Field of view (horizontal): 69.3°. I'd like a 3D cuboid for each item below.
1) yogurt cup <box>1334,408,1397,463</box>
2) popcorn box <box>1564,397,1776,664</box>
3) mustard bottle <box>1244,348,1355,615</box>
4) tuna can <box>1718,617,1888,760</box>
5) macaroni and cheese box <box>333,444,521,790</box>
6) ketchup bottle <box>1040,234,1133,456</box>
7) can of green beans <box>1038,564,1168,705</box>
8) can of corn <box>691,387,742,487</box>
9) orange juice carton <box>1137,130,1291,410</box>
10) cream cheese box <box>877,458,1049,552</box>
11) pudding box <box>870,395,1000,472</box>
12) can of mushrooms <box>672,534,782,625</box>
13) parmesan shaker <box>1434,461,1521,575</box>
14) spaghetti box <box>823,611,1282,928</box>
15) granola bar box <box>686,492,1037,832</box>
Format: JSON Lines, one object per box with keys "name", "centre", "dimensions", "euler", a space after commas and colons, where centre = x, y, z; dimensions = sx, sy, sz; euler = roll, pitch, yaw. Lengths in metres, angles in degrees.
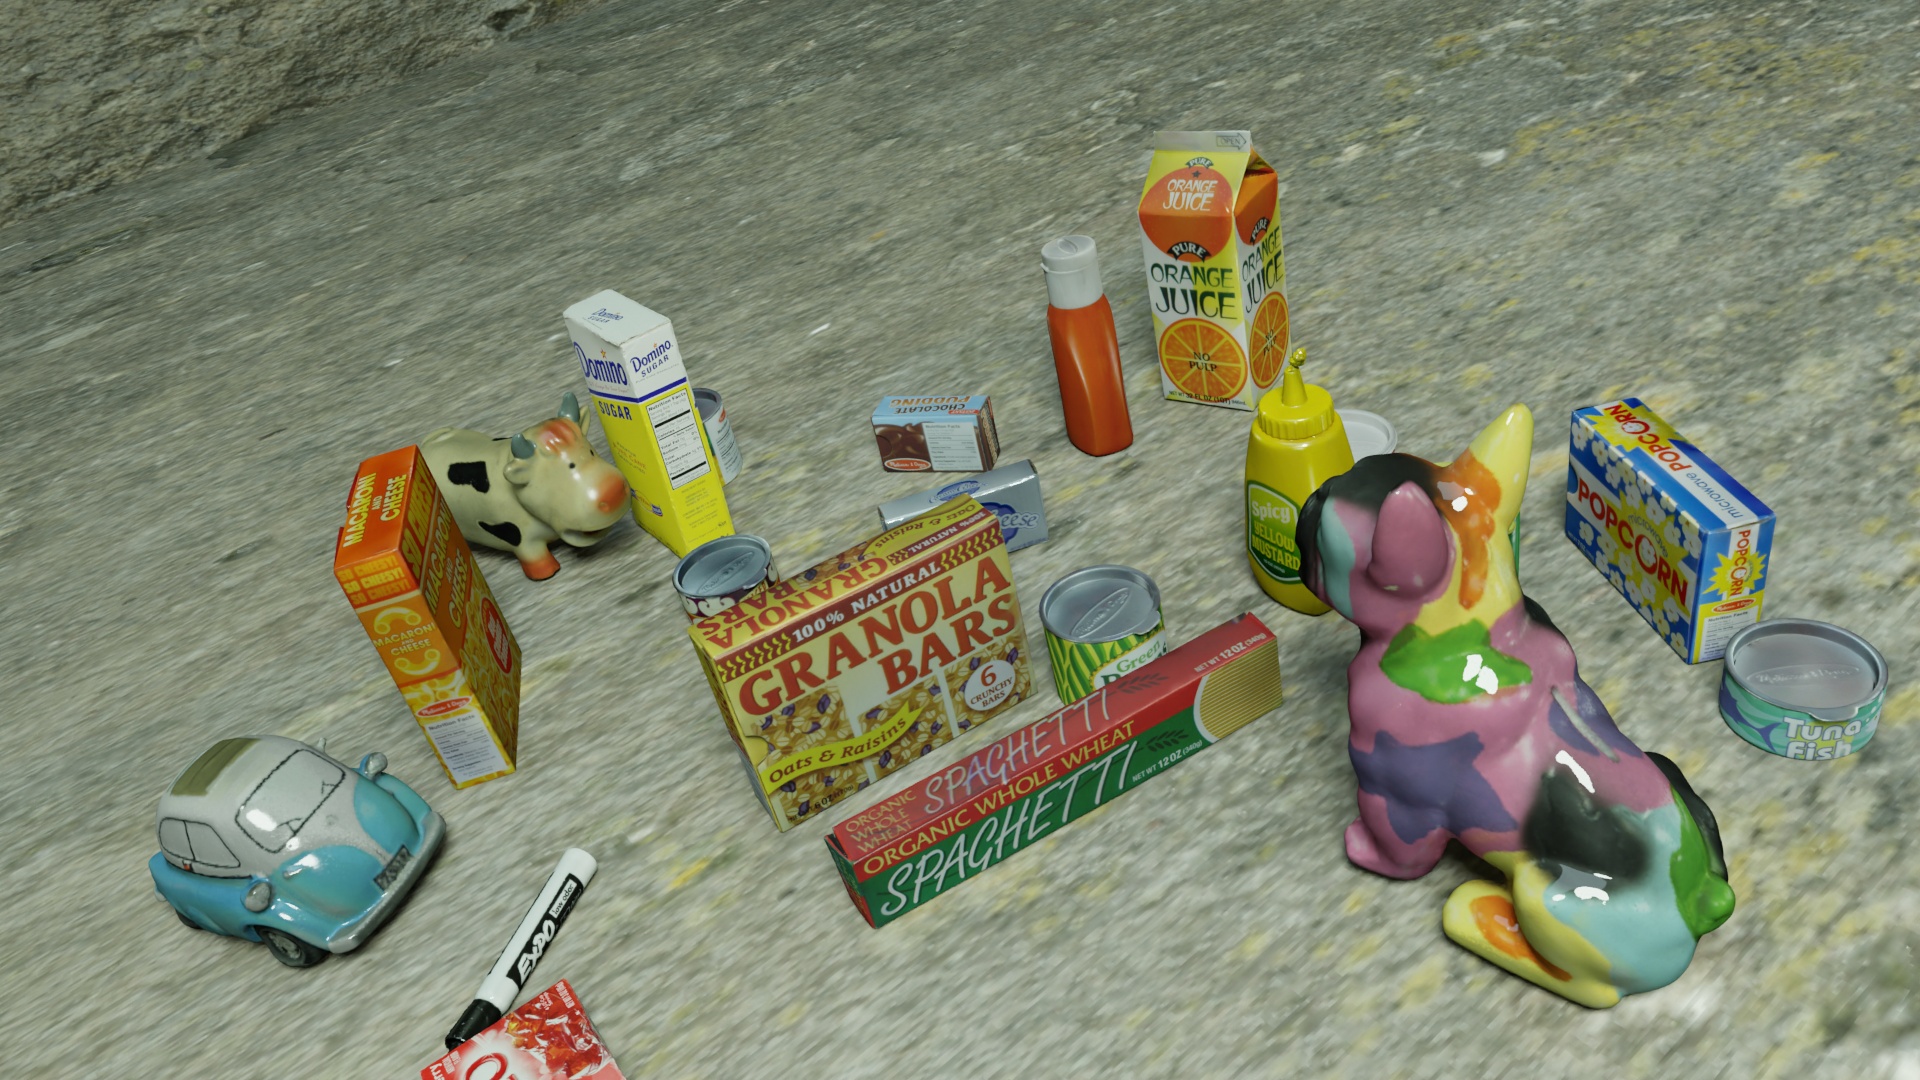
{"name": "yogurt cup", "centre": [0.233, -0.041, 0.851], "dimensions": [0.072, 0.053, 0.073], "euler": [-10, 34, 7]}
{"name": "popcorn box", "centre": [0.367, -0.008, 0.727], "dimensions": [0.038, 0.084, 0.127], "euler": [-15, 34, 0]}
{"name": "mustard bottle", "centre": [0.186, -0.035, 0.764], "dimensions": [0.049, 0.159, 0.065], "euler": [-31, 38, -23]}
{"name": "tuna can", "centre": [0.395, 0.071, 0.651], "dimensions": [0.071, 0.032, 0.071], "euler": [-10, 34, 7]}
{"name": "macaroni and cheese box", "centre": [-0.311, 0.045, 0.823], "dimensions": [0.040, 0.165, 0.124], "euler": [-18, 34, -5]}
{"name": "ketchup bottle", "centre": [0.085, -0.134, 0.952], "dimensions": [0.043, 0.148, 0.065], "euler": [-20, 34, -8]}
{"name": "can of green beans", "centre": [0.080, 0.056, 0.763], "dimensions": [0.071, 0.057, 0.071], "euler": [-10, 34, 7]}
{"name": "can of corn", "centre": [-0.206, -0.073, 1.050], "dimensions": [0.071, 0.058, 0.071], "euler": [-10, 34, 7]}
{"name": "orange juice carton", "centre": [0.177, -0.192, 0.963], "dimensions": [0.072, 0.191, 0.073], "euler": [12, 42, 34]}
{"name": "cream cheese box", "centre": [0.003, -0.011, 0.890], "dimensions": [0.104, 0.053, 0.024], "euler": [-17, 34, -5]}
{"name": "pudding box", "centre": [-0.018, -0.076, 0.994], "dimensions": [0.083, 0.049, 0.030], "euler": [1, 37, 21]}
{"name": "can of mushrooms", "centre": [-0.150, 0.029, 0.905], "dimensions": [0.071, 0.033, 0.071], "euler": [-10, 34, 7]}
{"name": "parmesan shaker", "centre": [0.252, 0.022, 0.710], "dimensions": [0.071, 0.102, 0.072], "euler": [-10, 34, 7]}
{"name": "spaghetti box", "centre": [0.053, 0.113, 0.698], "dimensions": [0.251, 0.050, 0.029], "euler": [-25, 36, -16]}
{"name": "granola bar box", "centre": [-0.045, 0.064, 0.737], "dimensions": [0.166, 0.123, 0.039], "euler": [-27, 36, -18]}
